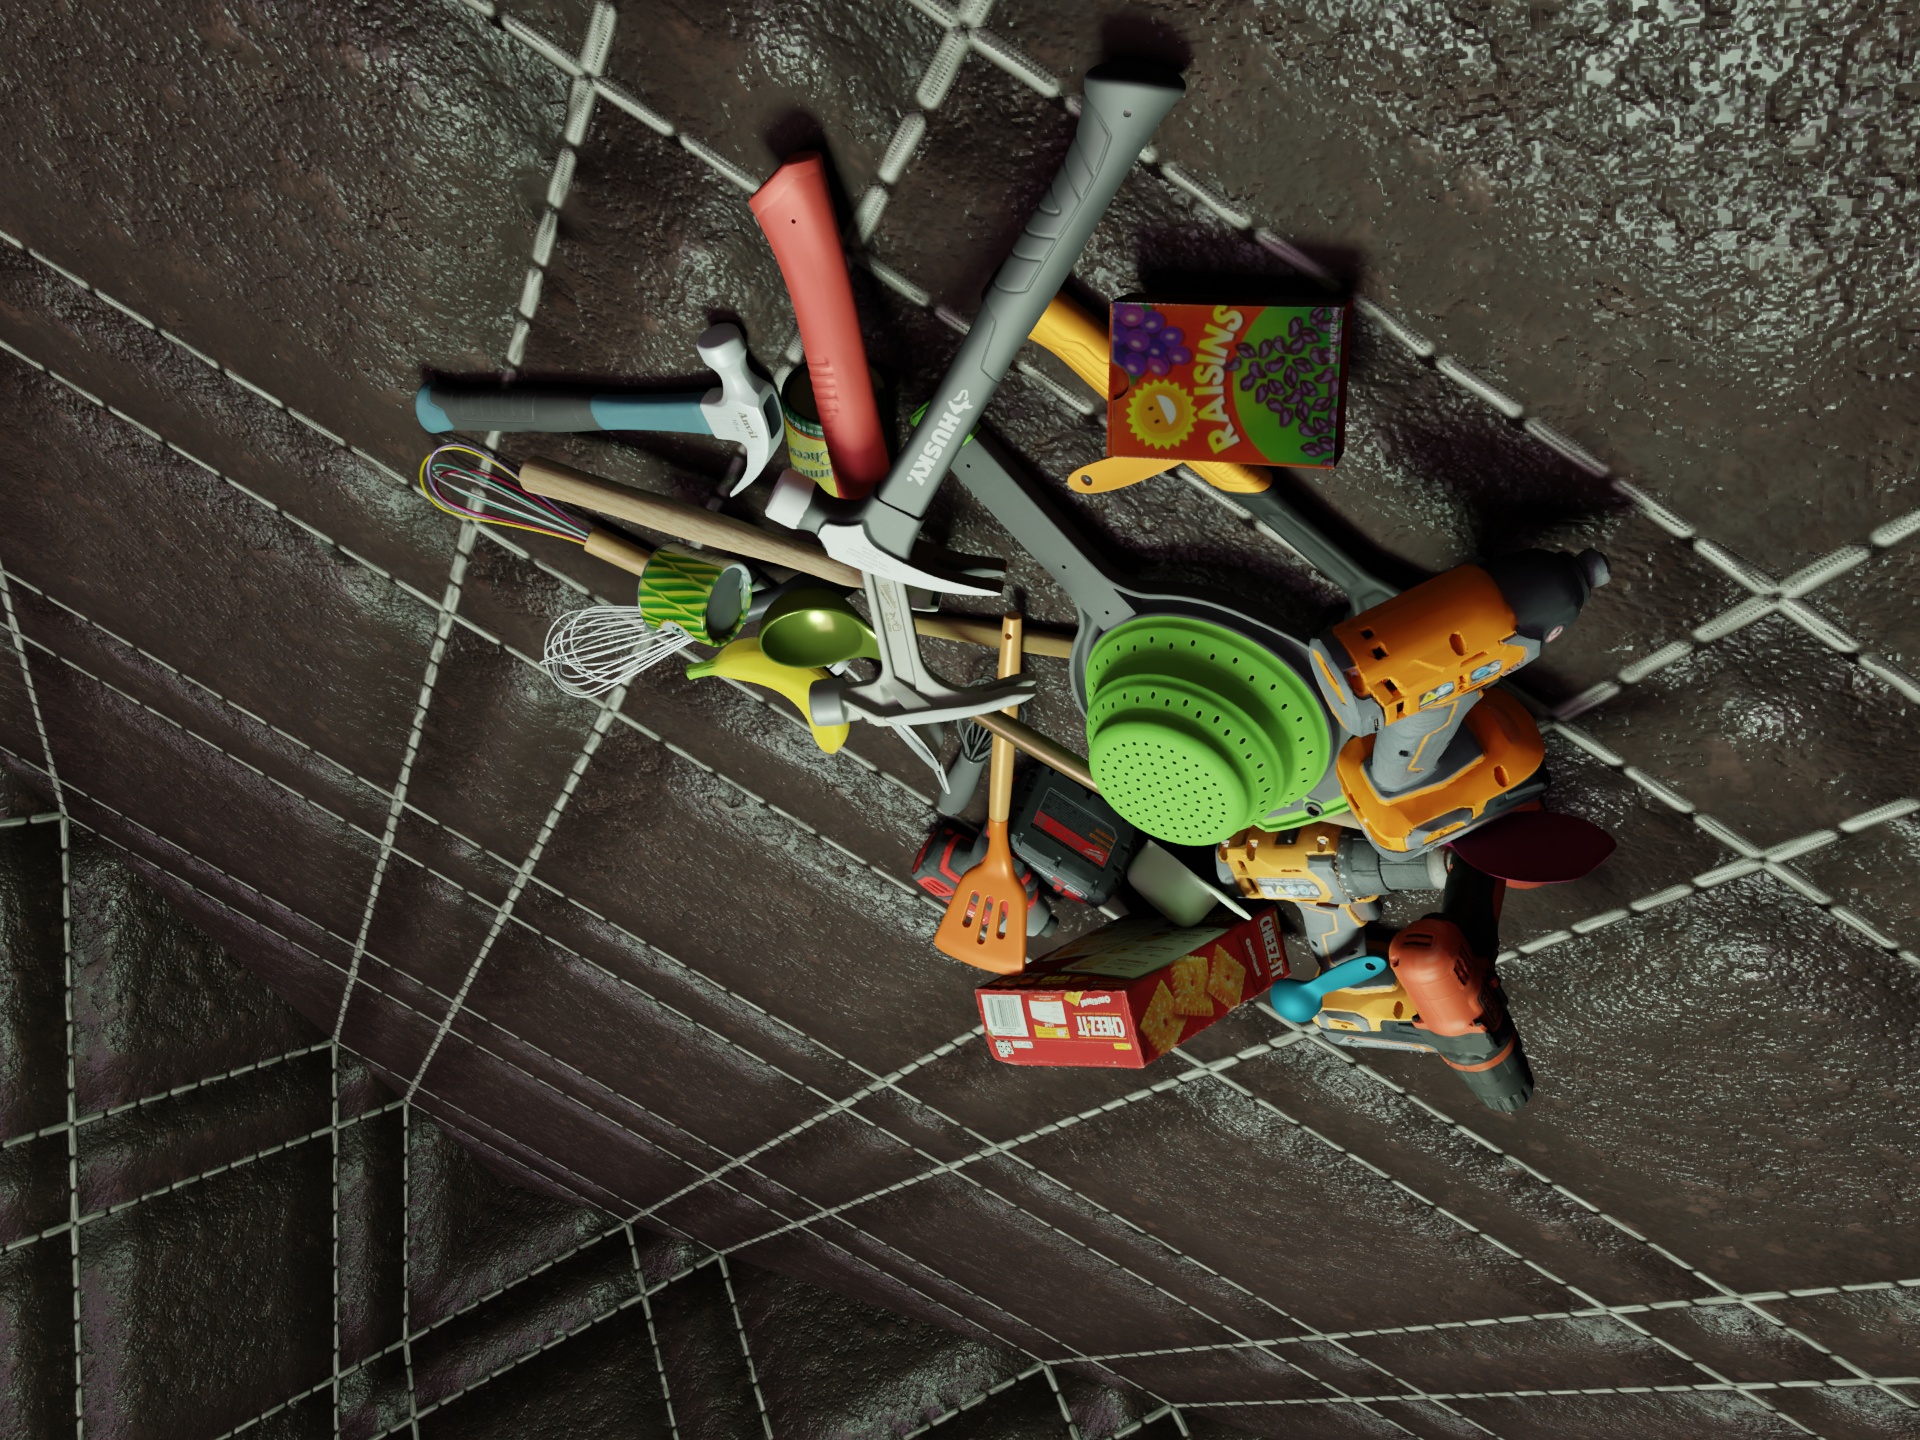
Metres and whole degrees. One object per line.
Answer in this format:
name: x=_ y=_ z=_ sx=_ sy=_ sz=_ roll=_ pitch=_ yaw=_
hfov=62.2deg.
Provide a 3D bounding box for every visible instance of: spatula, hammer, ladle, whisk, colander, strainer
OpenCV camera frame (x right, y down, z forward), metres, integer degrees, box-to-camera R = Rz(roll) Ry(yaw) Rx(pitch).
spatula: x=0.027 y=0.060 z=1.212 sx=0.081 sy=0.041 sz=0.322 roll=17 pitch=129 yaw=19
hammer: x=0.022 y=-0.201 z=0.859 sx=0.146 sy=0.035 sz=0.334 roll=25 pitch=130 yaw=-12
ladle: x=0.071 y=-0.056 z=1.144 sx=0.315 sy=0.031 sz=0.069 roll=10 pitch=141 yaw=28
hammer: x=-0.268 y=-0.223 z=1.141 sx=0.331 sy=0.033 sz=0.128 roll=7 pitch=142 yaw=29
whisk: x=0.010 y=0.028 z=1.292 sx=0.055 sy=0.055 sz=0.238 roll=26 pitch=152 yaw=2
whisk: x=-0.318 y=-0.152 z=1.275 sx=0.245 sy=0.047 sz=0.051 roll=25 pitch=148 yaw=-3
colander: x=0.096 y=-0.041 z=1.035 sx=0.397 sy=0.094 sz=0.204 roll=45 pitch=143 yaw=-14
hammer: x=0.153 y=-0.156 z=0.926 sx=0.336 sy=0.034 sz=0.127 roll=36 pitch=148 yaw=-15
hammer: x=-0.052 y=-0.158 z=0.964 sx=0.149 sy=0.037 sz=0.358 roll=-7 pitch=118 yaw=7
ladle: x=-0.002 y=-0.004 z=1.144 sx=0.320 sy=0.062 sz=0.078 roll=30 pitch=148 yaw=8
hammer: x=-0.166 y=-0.134 z=1.134 sx=0.331 sy=0.031 sz=0.130 roll=18 pitch=-177 yaw=16
strainer: x=-0.088 y=-0.042 z=1.266 sx=0.258 sy=0.050 sz=0.087 roll=42 pitch=173 yaw=-13
whisk: x=-0.204 y=-0.075 z=1.232 sx=0.284 sy=0.070 sz=0.070 roll=-13 pitch=134 yaw=20

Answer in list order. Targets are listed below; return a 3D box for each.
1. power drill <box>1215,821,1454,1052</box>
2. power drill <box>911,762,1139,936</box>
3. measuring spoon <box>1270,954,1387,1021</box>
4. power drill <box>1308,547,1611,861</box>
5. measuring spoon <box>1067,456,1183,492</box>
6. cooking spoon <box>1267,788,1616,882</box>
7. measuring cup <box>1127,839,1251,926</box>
power drill: x=0.321 y=0.159 z=1.225 sx=0.185 sy=0.084 sz=0.226 roll=-5 pitch=132 yaw=40
power drill: x=0.056 y=0.127 z=1.376 sx=0.143 sy=0.079 sz=0.219 roll=33 pitch=151 yaw=-9
measuring spoon: x=0.282 y=0.208 z=1.224 sx=0.042 sy=0.021 sz=0.128 roll=40 pitch=144 yaw=-5
power drill: x=0.293 y=-0.013 z=0.926 sx=0.164 sy=0.084 sz=0.226 roll=-25 pitch=149 yaw=3
measuring spoon: x=0.105 y=-0.152 z=0.931 sx=0.117 sy=0.011 sz=0.021 roll=-9 pitch=127 yaw=51
cooking spoon: x=0.300 y=0.071 z=1.064 sx=0.319 sy=0.069 sz=0.017 roll=11 pitch=131 yaw=62
measuring cup: x=0.183 y=0.144 z=1.265 sx=0.083 sy=0.038 sz=0.168 roll=43 pitch=176 yaw=-17
